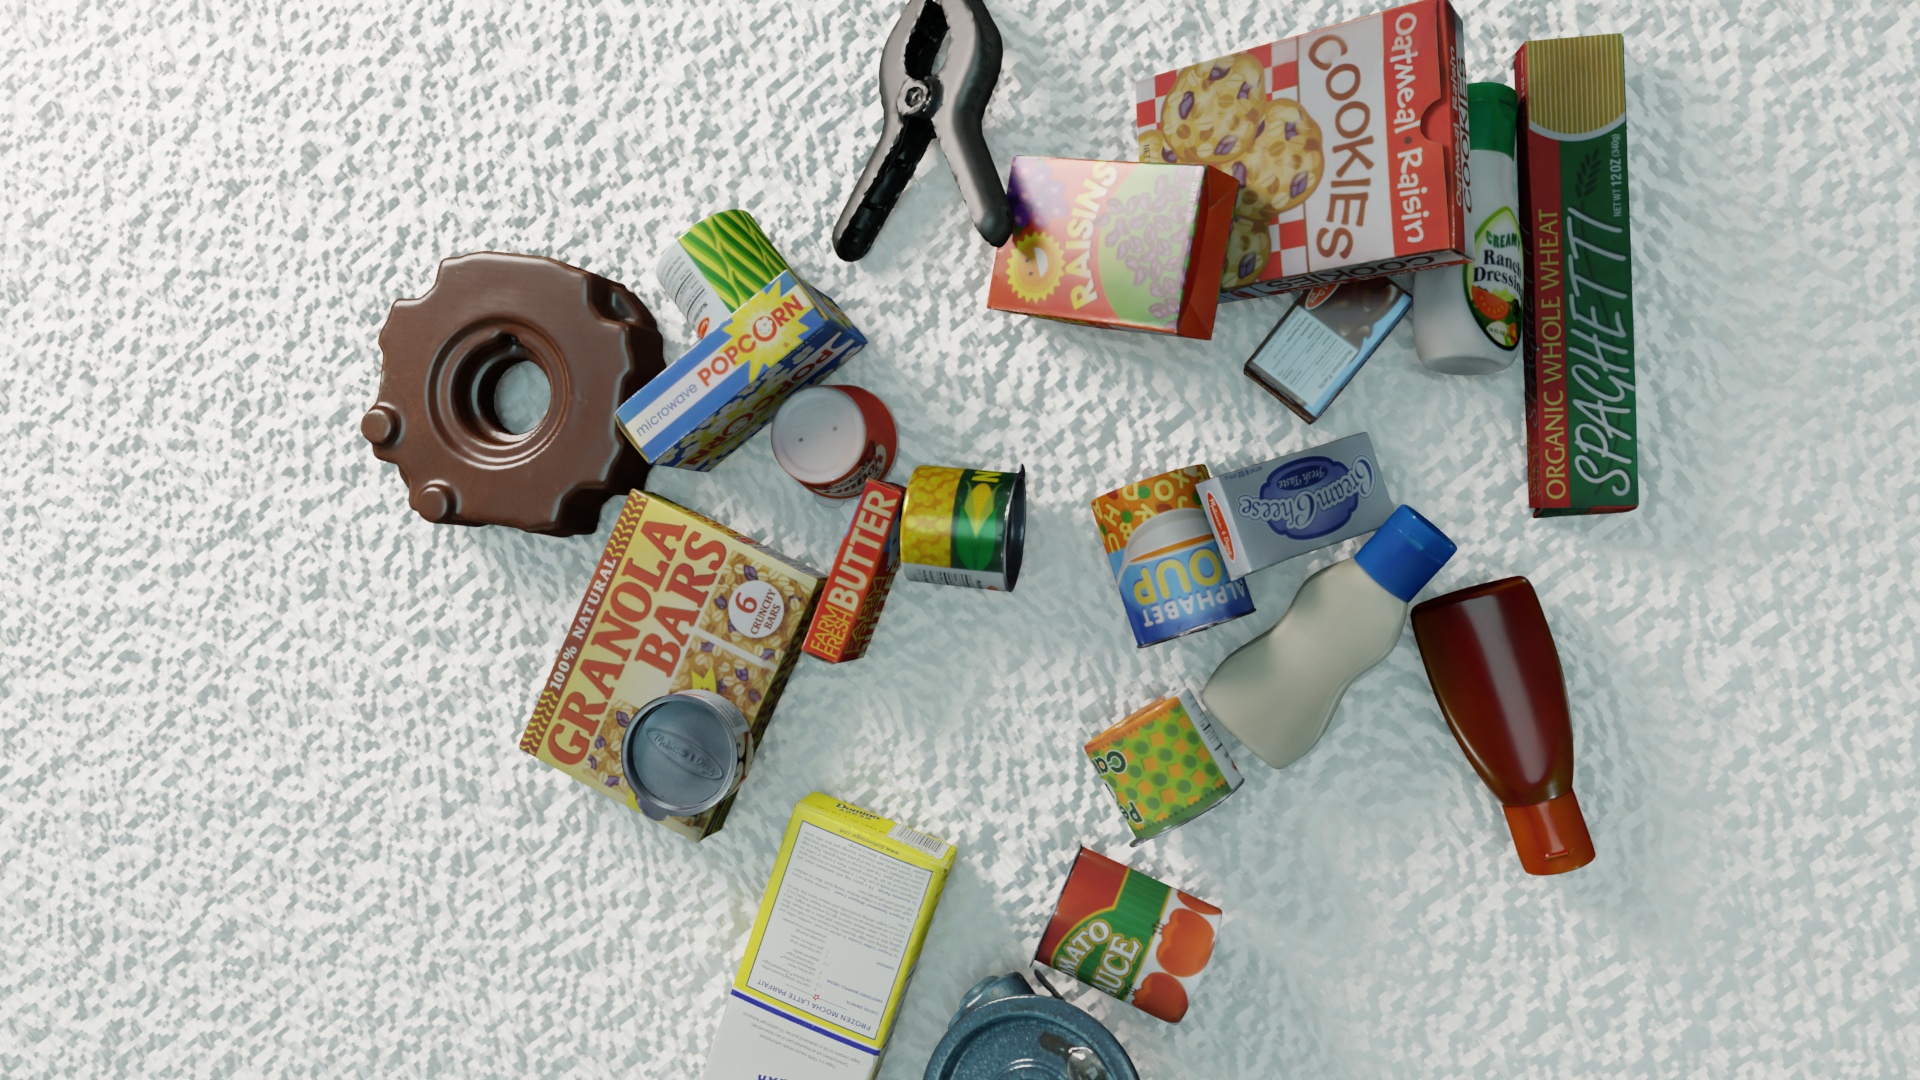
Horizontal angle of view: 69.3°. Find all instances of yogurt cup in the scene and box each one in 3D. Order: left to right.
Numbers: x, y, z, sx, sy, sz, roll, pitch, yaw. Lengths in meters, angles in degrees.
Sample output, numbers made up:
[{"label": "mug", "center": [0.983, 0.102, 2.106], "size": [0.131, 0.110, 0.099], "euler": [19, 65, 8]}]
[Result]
[{"label": "yogurt cup", "center": [-0.073, -0.057, 0.782], "size": [0.072, 0.054, 0.072], "euler": [0, 88, 10]}]

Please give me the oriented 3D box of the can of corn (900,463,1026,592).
[{"label": "can of corn", "center": [0.003, -0.010, 0.761], "size": [0.058, 0.071, 0.071], "euler": [5, 90, 11]}]

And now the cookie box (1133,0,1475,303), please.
[{"label": "cookie box", "center": [0.172, -0.192, 0.713], "size": [0.167, 0.040, 0.123], "euler": [-3, 88, 37]}]

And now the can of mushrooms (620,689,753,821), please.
[{"label": "can of mushrooms", "center": [-0.150, 0.118, 0.762], "size": [0.071, 0.033, 0.071], "euler": [0, 90, 9]}]

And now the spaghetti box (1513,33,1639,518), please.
[{"label": "spaghetti box", "center": [0.321, -0.137, 0.726], "size": [0.050, 0.029, 0.250], "euler": [-2, 88, 11]}]

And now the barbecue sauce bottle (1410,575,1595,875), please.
[{"label": "barbecue sauce bottle", "center": [0.286, 0.096, 0.719], "size": [0.065, 0.044, 0.148], "euler": [-19, 86, 18]}]

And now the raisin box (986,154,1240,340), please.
[{"label": "raisin box", "center": [0.078, -0.156, 0.735], "size": [0.123, 0.040, 0.086], "euler": [15, 100, 38]}]

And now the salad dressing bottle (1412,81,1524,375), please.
[{"label": "salad dressing bottle", "center": [0.267, -0.162, 0.724], "size": [0.064, 0.044, 0.147], "euler": [10, 82, -34]}]

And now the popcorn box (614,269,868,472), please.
[{"label": "popcorn box", "center": [-0.121, -0.091, 0.775], "size": [0.126, 0.085, 0.038], "euler": [-38, 82, 8]}]

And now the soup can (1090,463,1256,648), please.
[{"label": "soup can", "center": [0.113, 0.008, 0.738], "size": [0.071, 0.071, 0.084], "euler": [-19, 86, 9]}]

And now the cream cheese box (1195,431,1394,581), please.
[{"label": "cream cheese box", "center": [0.176, -0.019, 0.725], "size": [0.104, 0.024, 0.053], "euler": [-17, 86, -26]}]

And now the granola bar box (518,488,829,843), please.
[{"label": "granola bar box", "center": [-0.164, 0.070, 0.803], "size": [0.124, 0.039, 0.165], "euler": [25, 93, 9]}]

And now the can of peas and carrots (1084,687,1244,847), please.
[{"label": "can of peas and carrots", "center": [0.105, 0.120, 0.739], "size": [0.071, 0.071, 0.059], "euler": [-31, 83, 8]}]

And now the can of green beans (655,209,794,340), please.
[{"label": "can of green beans", "center": [-0.130, -0.145, 0.788], "size": [0.071, 0.071, 0.058], "euler": [-37, 83, 8]}]

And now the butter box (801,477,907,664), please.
[{"label": "butter box", "center": [-0.054, 0.018, 0.777], "size": [0.024, 0.053, 0.103], "euler": [22, 93, 12]}]

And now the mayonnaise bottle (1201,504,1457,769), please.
[{"label": "mayonnaise bottle", "center": [0.195, 0.048, 0.725], "size": [0.065, 0.041, 0.147], "euler": [43, 107, 14]}]

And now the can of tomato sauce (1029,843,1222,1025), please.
[{"label": "can of tomato sauce", "center": [0.088, 0.211, 0.739], "size": [0.083, 0.071, 0.071], "euler": [23, 93, 9]}]

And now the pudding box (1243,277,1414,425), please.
[{"label": "pudding box", "center": [0.197, -0.110, 0.747], "size": [0.050, 0.030, 0.083], "euler": [39, 95, 10]}]
